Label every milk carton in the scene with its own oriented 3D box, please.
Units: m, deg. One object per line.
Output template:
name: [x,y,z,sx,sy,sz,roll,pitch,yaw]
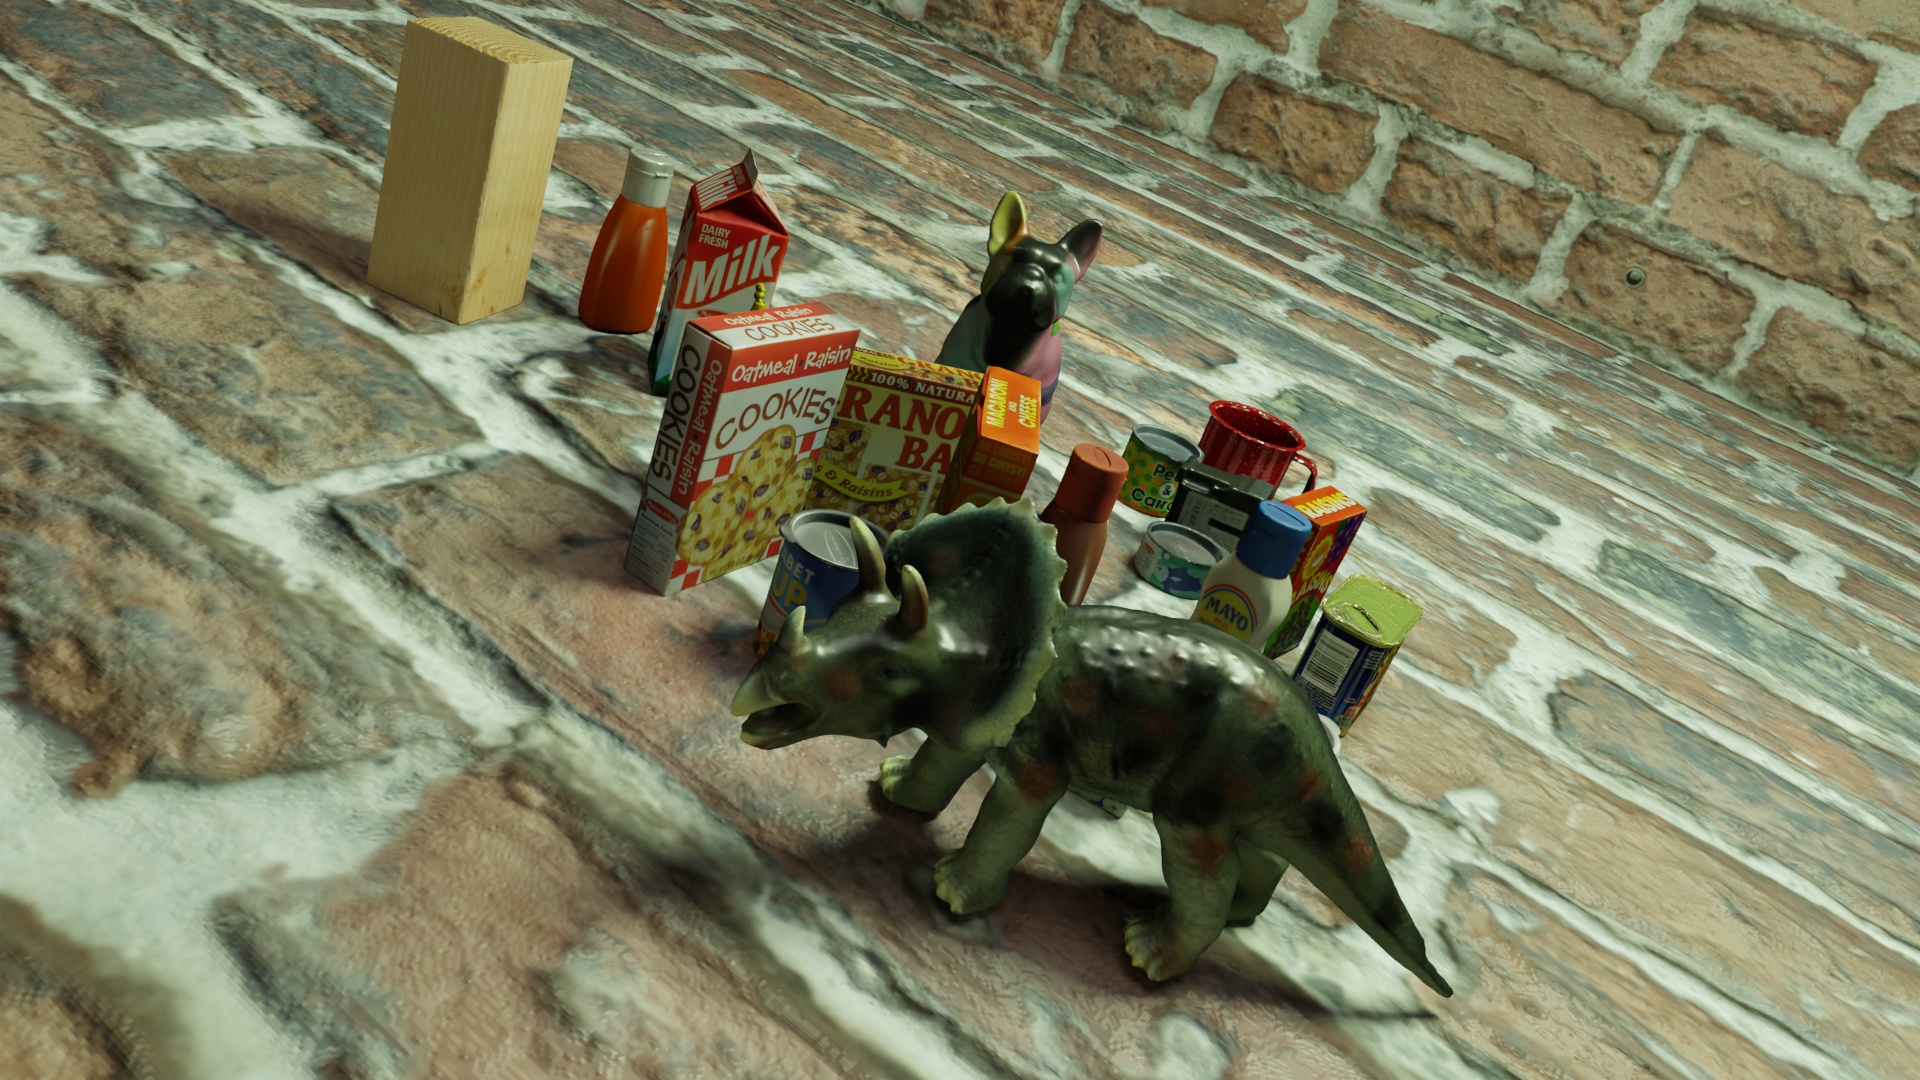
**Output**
milk carton: [-0.184,-0.204,1.073,0.073,0.189,0.072,10,27,-21]

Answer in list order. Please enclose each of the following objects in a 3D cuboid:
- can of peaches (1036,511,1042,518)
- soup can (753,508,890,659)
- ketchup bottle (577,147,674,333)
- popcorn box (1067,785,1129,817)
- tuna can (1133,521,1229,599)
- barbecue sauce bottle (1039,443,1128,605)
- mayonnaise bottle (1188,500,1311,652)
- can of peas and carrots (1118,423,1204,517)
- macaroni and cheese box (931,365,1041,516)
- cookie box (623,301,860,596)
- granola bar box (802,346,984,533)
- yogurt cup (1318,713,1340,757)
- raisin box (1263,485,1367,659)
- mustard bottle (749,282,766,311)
can of peaches: [0.050,0.019,0.961,0.071,0.057,0.071,17,26,-8]
soup can: [-0.082,0.033,0.807,0.071,0.083,0.071,17,26,-8]
ketchup bottle: [-0.268,-0.244,1.138,0.065,0.148,0.043,-8,38,-46]
popcorn box: [0.058,0.089,0.798,0.127,0.084,0.038,28,26,14]
tuna can: [0.174,0.016,1.088,0.071,0.032,0.071,17,26,-8]
barbecue sauce bottle: [0.064,0.011,0.883,0.044,0.147,0.065,13,26,-16]
mayonnaise bottle: [0.180,0.045,0.902,0.065,0.147,0.041,35,28,27]
can of peas and carrots: [0.170,-0.059,1.203,0.071,0.058,0.071,17,26,-8]
macaroni and cheese box: [0.003,-0.011,0.860,0.040,0.165,0.124,18,25,-5]
cookie box: [-0.134,-0.059,0.853,0.040,0.166,0.123,31,27,21]
granola bar box: [-0.043,-0.067,0.984,0.166,0.123,0.039,10,27,-21]
yogurt cup: [0.189,0.132,0.848,0.072,0.053,0.073,17,26,-8]
raisin box: [0.240,0.026,1.013,0.040,0.122,0.086,36,29,29]
mustard bottle: [-0.151,-0.093,0.915,0.049,0.159,0.065,26,26,12]
